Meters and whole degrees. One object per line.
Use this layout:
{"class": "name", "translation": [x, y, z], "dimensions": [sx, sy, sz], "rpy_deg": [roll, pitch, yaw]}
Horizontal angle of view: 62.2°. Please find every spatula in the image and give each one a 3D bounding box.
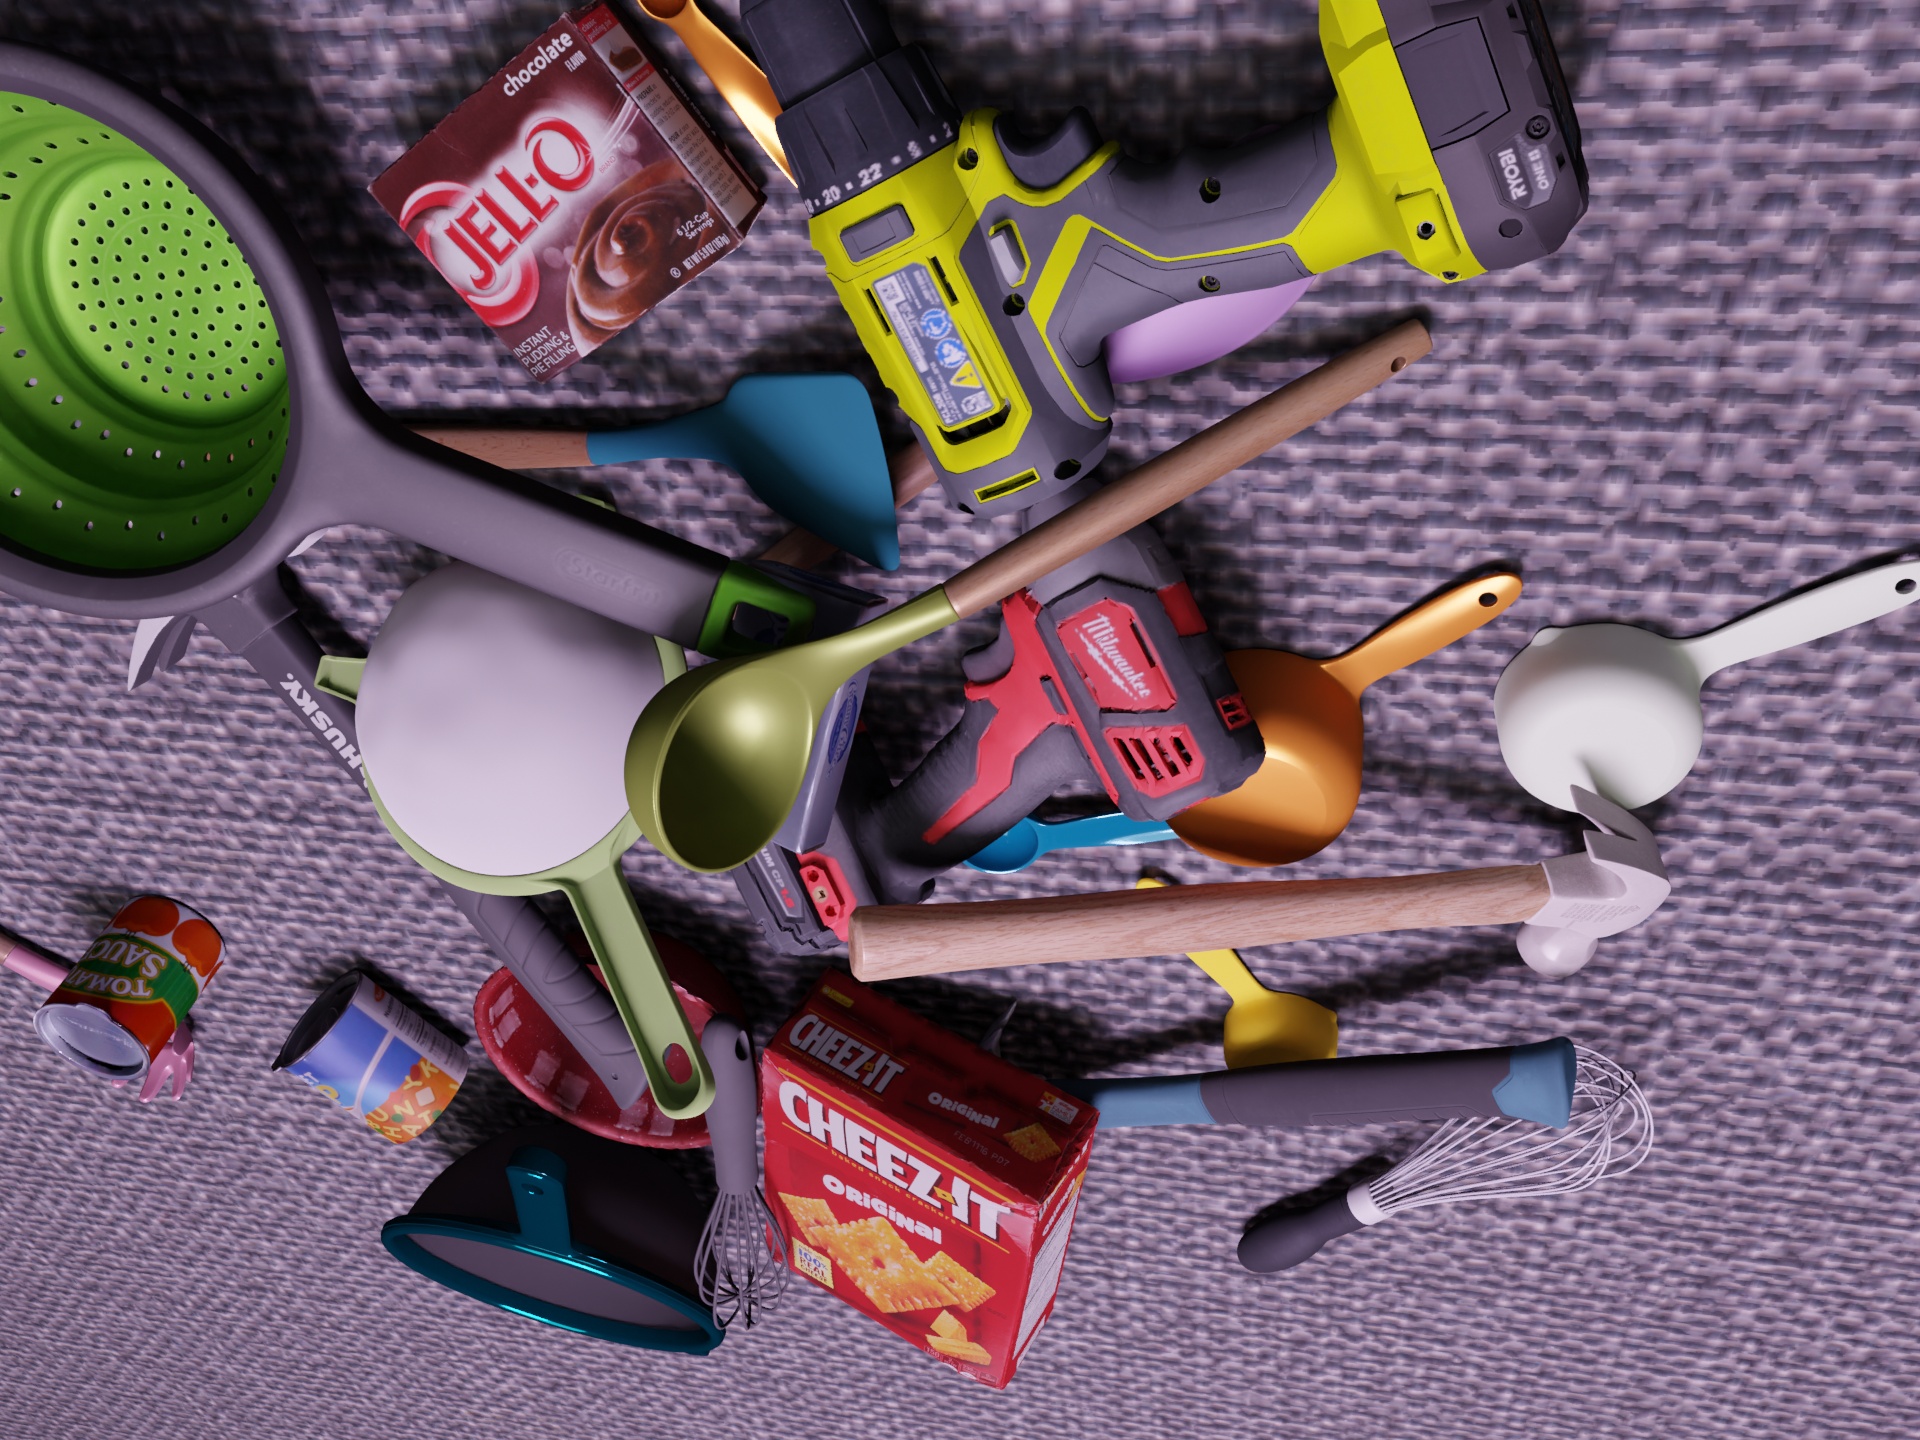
{"class": "spatula", "translation": [-0.174, -0.106, 0.635], "dimensions": [0.317, 0.044, 0.082], "rpy_deg": [2, 130, 15]}
{"class": "spatula", "translation": [0.004, -0.109, 0.602], "dimensions": [0.316, 0.018, 0.059], "rpy_deg": [-30, 113, 33]}

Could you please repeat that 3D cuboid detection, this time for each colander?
{"class": "colander", "translation": [-0.237, -0.118, 0.595], "dimensions": [0.397, 0.095, 0.204], "rpy_deg": [21, 119, -5]}

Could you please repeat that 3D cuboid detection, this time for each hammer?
{"class": "hammer", "translation": [-0.253, 0.054, 0.753], "dimensions": [0.146, 0.035, 0.334], "rpy_deg": [-28, 106, 30]}
{"class": "hammer", "translation": [0.122, 0.076, 0.632], "dimensions": [0.331, 0.031, 0.130], "rpy_deg": [-3, 150, -8]}
{"class": "hammer", "translation": [0.136, 0.183, 0.773], "dimensions": [0.331, 0.033, 0.128], "rpy_deg": [-14, 119, 38]}

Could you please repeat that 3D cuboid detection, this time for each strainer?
{"class": "strainer", "translation": [-0.221, 0.269, 0.911], "dimensions": [0.211, 0.095, 0.340], "rpy_deg": [17, 146, 0]}
{"class": "strainer", "translation": [-0.166, 0.039, 0.622], "dimensions": [0.151, 0.256, 0.069], "rpy_deg": [-30, 165, 8]}

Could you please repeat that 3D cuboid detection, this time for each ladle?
{"class": "ladle", "translation": [0.024, -0.046, 0.551], "dimensions": [0.320, 0.062, 0.078], "rpy_deg": [-29, 142, 5]}

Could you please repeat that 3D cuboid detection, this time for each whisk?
{"class": "whisk", "translation": [-0.121, 0.243, 0.843], "dimensions": [0.055, 0.055, 0.238], "rpy_deg": [8, 126, 8]}
{"class": "whisk", "translation": [0.234, 0.237, 0.822], "dimensions": [0.070, 0.070, 0.284], "rpy_deg": [32, 136, -13]}

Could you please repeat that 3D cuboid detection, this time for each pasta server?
{"class": "pasta server", "translation": [-0.603, 0.131, 0.959], "dimensions": [0.316, 0.040, 0.060], "rpy_deg": [35, 118, -14]}

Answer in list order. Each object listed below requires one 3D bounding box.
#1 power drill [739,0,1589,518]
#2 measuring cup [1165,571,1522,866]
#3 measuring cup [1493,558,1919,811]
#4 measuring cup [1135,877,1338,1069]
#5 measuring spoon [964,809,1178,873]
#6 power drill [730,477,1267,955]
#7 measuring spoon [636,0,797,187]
{"class": "power drill", "translation": [0.052, -0.182, 0.484], "dimensions": [0.228, 0.080, 0.190], "rpy_deg": [-17, 113, 29]}
{"class": "measuring cup", "translation": [0.149, 0.000, 0.634], "dimensions": [0.095, 0.052, 0.173], "rpy_deg": [39, 131, -19]}
{"class": "measuring cup", "translation": [0.283, -0.014, 0.596], "dimensions": [0.167, 0.038, 0.083], "rpy_deg": [-27, 119, 34]}
{"class": "measuring cup", "translation": [0.129, 0.132, 0.769], "dimensions": [0.062, 0.029, 0.156], "rpy_deg": [-25, 123, 31]}
{"class": "measuring spoon", "translation": [0.059, 0.044, 0.727], "dimensions": [0.128, 0.021, 0.042], "rpy_deg": [-7, 129, 9]}
{"class": "power drill", "translation": [-0.001, -0.002, 0.640], "dimensions": [0.219, 0.078, 0.143], "rpy_deg": [-27, 88, 28]}
{"class": "measuring spoon", "translation": [-0.065, -0.209, 0.541], "dimensions": [0.021, 0.011, 0.116], "rpy_deg": [-27, 122, 32]}
